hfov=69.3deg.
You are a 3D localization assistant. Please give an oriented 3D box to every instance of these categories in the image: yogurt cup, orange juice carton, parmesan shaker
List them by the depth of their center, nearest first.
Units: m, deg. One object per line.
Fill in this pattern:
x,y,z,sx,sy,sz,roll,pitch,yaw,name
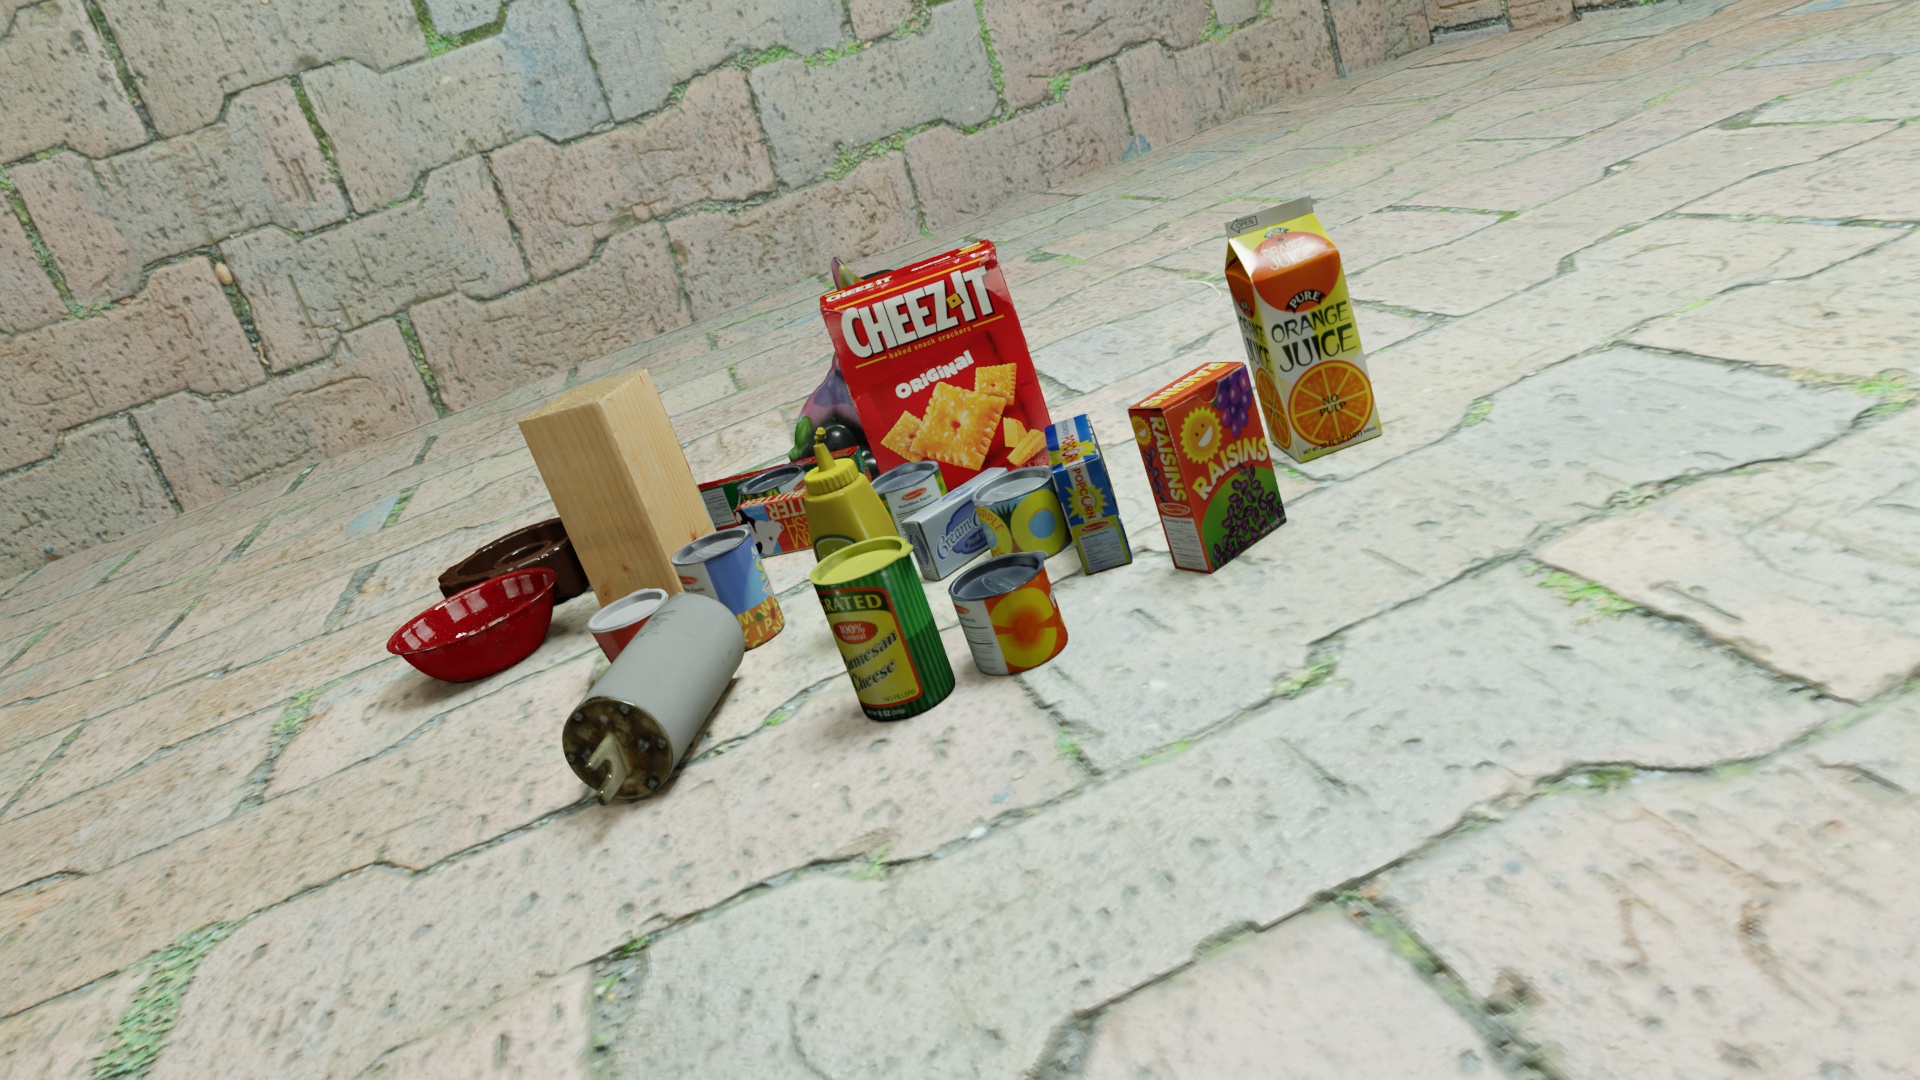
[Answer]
-0.047,0.057,0.899,0.071,0.102,0.071,-17,18,6,parmesan shaker
0.262,-0.167,1.082,0.072,0.192,0.073,-20,18,0,orange juice carton
-0.260,0.078,1.124,0.072,0.053,0.072,-17,19,6,yogurt cup

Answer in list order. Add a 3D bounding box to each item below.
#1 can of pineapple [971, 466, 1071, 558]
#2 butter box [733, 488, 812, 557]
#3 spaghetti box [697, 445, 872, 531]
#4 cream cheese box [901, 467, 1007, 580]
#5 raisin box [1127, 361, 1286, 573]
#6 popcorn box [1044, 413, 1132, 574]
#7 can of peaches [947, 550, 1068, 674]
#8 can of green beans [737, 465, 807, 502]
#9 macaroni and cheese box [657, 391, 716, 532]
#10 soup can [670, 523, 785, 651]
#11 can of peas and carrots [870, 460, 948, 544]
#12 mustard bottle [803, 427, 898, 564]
0.047,-0.018,1.087,0.071,0.057,0.071,-17,19,6,can of pineapple
-0.155,-0.018,1.291,0.103,0.053,0.024,-11,20,23,butter box
-0.207,-0.045,1.423,0.250,0.050,0.029,-12,20,21,spaghetti box
0.004,-0.014,1.125,0.104,0.053,0.024,-32,22,-34,cream cheese box
0.171,-0.051,0.957,0.086,0.123,0.040,-30,21,-30,raisin box
0.096,-0.038,1.052,0.038,0.085,0.127,-17,19,7,popcorn box
0.034,0.047,0.917,0.071,0.058,0.071,-17,19,6,can of peaches
-0.174,-0.034,1.346,0.071,0.057,0.071,-17,19,6,can of green beans
-0.327,-0.049,1.370,0.124,0.166,0.040,-18,18,3,macaroni and cheese box
-0.182,0.039,1.111,0.071,0.083,0.071,-17,19,6,soup can
-0.041,-0.031,1.207,0.071,0.058,0.071,-17,19,6,can of peas and carrots
-0.082,-0.008,1.025,0.065,0.159,0.049,-7,22,34,mustard bottle
